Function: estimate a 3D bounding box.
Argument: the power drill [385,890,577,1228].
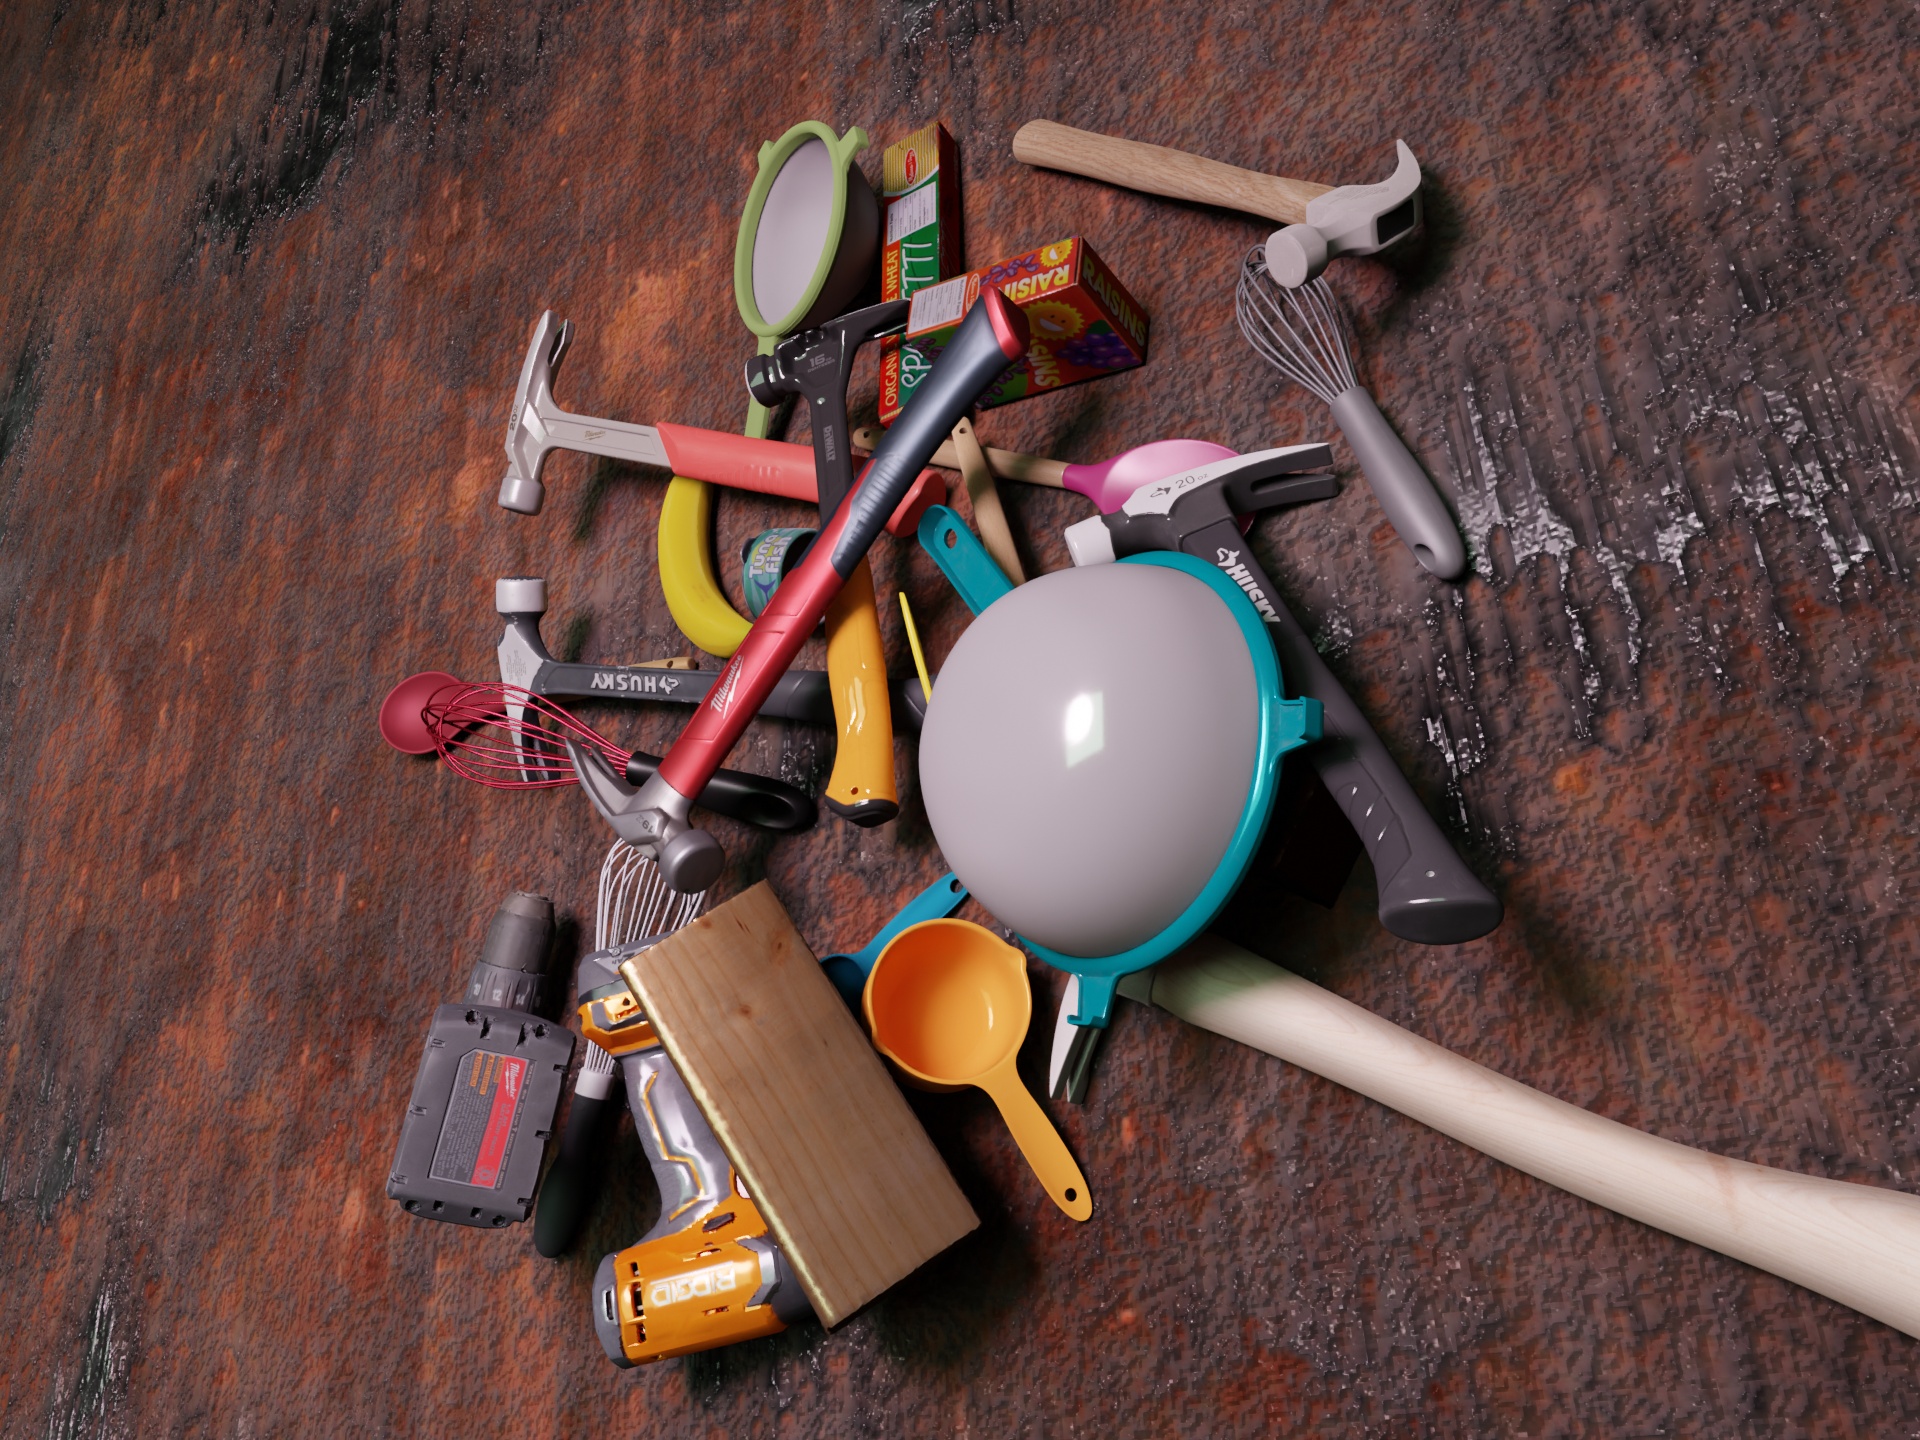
[{"bbox_3d":[-0.286,0.202,0.978,0.227,0.080,0.188,168,117,-74],"label":"power drill"}]

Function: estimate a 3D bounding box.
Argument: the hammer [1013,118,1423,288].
[{"bbox_3d":[0.140,-0.326,0.951,0.130,0.031,0.332,-29,38,-20],"label":"hammer"}]

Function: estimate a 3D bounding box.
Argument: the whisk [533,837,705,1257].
[{"bbox_3d":[-0.224,0.199,1.012,0.070,0.070,0.285,9,81,38],"label":"whisk"}]

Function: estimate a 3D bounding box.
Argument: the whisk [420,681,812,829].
[{"bbox_3d":[-0.230,0.028,1.045,0.296,0.073,0.073,13,78,19],"label":"whisk"}]

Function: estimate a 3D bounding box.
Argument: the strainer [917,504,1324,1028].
[{"bbox_3d":[0.021,-0.027,0.797,0.211,0.095,0.341,-58,40,22],"label":"strainer"}]

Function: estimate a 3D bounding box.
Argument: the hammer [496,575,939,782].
[{"bbox_3d":[-0.157,-0.016,1.045,0.409,0.036,0.149,5,98,33],"label":"hammer"}]

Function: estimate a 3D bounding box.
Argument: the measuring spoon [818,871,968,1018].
[{"bbox_3d":[-0.036,0.131,0.929,0.128,0.021,0.042,-41,59,4],"label":"measuring spoon"}]

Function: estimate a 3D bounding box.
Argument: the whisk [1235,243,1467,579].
[{"bbox_3d":[0.208,-0.168,0.856,0.055,0.055,0.239,-34,59,20],"label":"whisk"}]

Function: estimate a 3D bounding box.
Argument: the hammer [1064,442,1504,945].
[{"bbox_3d":[0.165,-0.024,0.754,0.146,0.035,0.335,-22,42,1],"label":"hammer"}]

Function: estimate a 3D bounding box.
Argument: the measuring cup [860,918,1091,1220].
[{"bbox_3d":[0.013,0.189,0.842,0.095,0.052,0.174,-29,78,-21],"label":"measuring cup"}]

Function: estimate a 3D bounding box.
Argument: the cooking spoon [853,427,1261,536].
[{"bbox_3d":[0.048,-0.155,0.982,0.319,0.017,0.069,18,83,39],"label":"cooking spoon"}]

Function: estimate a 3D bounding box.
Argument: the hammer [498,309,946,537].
[{"bbox_3d":[-0.169,-0.191,1.096,0.359,0.036,0.149,14,89,28],"label":"hammer"}]

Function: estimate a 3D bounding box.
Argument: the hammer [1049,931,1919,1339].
[{"bbox_3d":[0.219,0.176,0.706,0.411,0.038,0.146,19,84,39],"label":"hammer"}]

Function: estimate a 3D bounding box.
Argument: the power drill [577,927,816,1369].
[{"bbox_3d":[-0.131,0.233,0.903,0.164,0.084,0.227,-16,64,7],"label":"power drill"}]

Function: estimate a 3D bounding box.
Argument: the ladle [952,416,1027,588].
[{"bbox_3d":[0.037,-0.055,0.925,0.078,0.062,0.320,-15,55,-1],"label":"ladle"}]

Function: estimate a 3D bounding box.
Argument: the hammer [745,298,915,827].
[{"bbox_3d":[-0.063,-0.099,0.966,0.127,0.034,0.337,-17,65,23],"label":"hammer"}]

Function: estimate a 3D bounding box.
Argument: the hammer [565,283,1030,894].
[{"bbox_3d":[-0.092,-0.091,0.936,0.143,0.038,0.386,40,99,37],"label":"hammer"}]

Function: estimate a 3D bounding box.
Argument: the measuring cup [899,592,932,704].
[{"bbox_3d":[-0.001,-0.003,0.907,0.029,0.062,0.156,-16,81,-5],"label":"measuring cup"}]

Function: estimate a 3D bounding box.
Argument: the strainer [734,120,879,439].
[{"bbox_3d":[-0.107,-0.287,1.130,0.152,0.069,0.256,22,104,55],"label":"strainer"}]

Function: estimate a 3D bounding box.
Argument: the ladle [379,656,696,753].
[{"bbox_3d":[-0.320,-0.020,1.189,0.315,0.031,0.069,-8,69,32],"label":"ladle"}]
